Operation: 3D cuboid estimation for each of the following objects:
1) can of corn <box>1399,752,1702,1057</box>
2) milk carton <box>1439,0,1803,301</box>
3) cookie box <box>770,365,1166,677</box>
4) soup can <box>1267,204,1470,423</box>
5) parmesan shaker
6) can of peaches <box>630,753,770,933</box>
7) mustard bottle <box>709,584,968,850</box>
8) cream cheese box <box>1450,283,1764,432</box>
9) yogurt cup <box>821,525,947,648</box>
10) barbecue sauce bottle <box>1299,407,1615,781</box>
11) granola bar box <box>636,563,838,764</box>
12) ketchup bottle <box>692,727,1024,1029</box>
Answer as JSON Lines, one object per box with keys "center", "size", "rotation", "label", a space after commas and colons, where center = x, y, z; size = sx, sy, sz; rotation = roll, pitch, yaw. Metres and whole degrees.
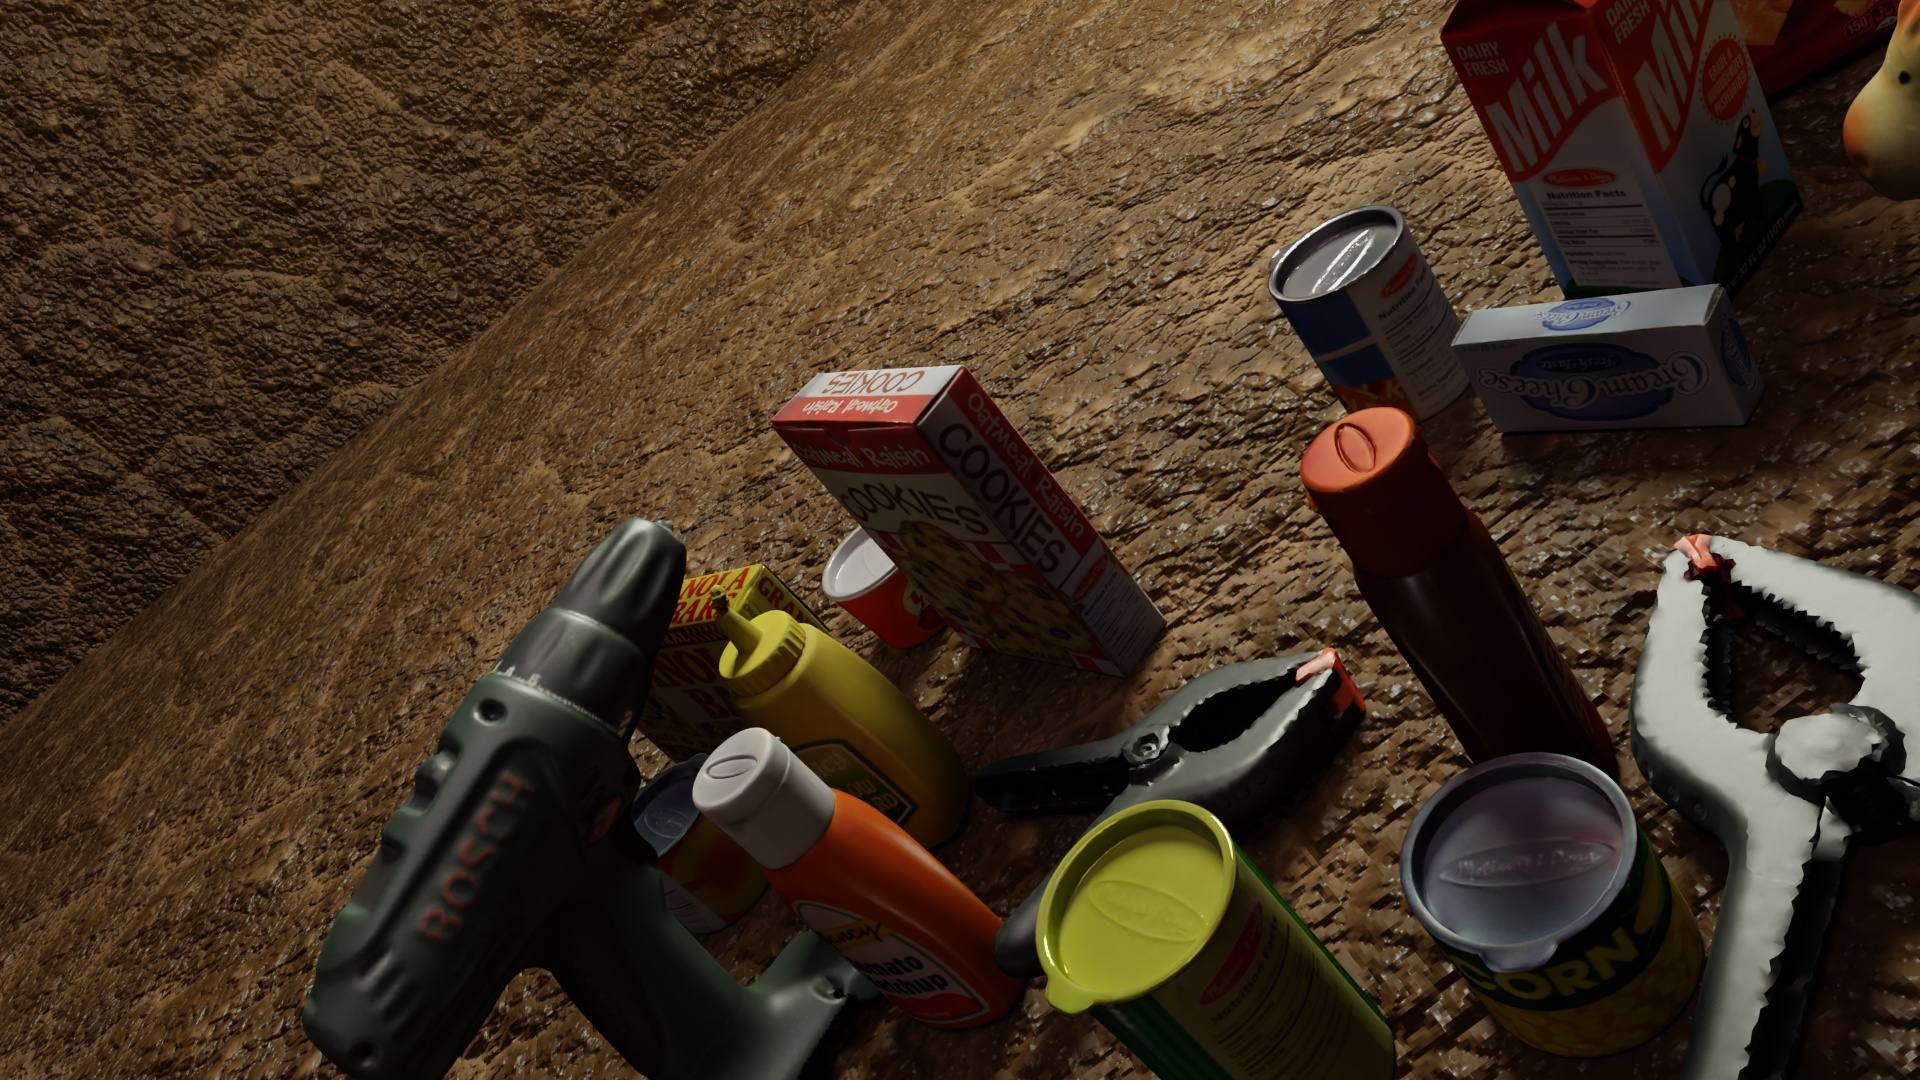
{"center": [0.170, 0.107, 0.399], "size": [0.071, 0.058, 0.071], "rotation": [-30, 30, 19], "label": "can of corn"}
{"center": [0.264, -0.187, 0.566], "size": [0.072, 0.190, 0.073], "rotation": [-48, 29, -13], "label": "milk carton"}
{"center": [0.002, -0.008, 0.651], "size": [0.123, 0.167, 0.040], "rotation": [6, 52, 54], "label": "cookie box"}
{"center": [0.191, -0.103, 0.648], "size": [0.071, 0.083, 0.072], "rotation": [-30, 30, 19], "label": "soup can"}
{"center": [0.077, 0.138, 0.420], "size": [0.071, 0.103, 0.072], "rotation": [-30, 30, 19], "label": "parmesan shaker"}
{"center": [-0.132, 0.153, 0.699], "size": [0.071, 0.058, 0.071], "rotation": [-30, 30, 19], "label": "can of peaches"}
{"center": [-0.061, 0.078, 0.613], "size": [0.065, 0.160, 0.049], "rotation": [-23, 32, 30], "label": "mustard bottle"}
{"center": [0.256, -0.070, 0.554], "size": [0.103, 0.053, 0.024], "rotation": [2, 50, 52], "label": "cream cheese box"}
{"center": [-0.035, 0.023, 0.773], "size": [0.072, 0.054, 0.073], "rotation": [-30, 30, 19], "label": "yogurt cup"}
{"center": [0.157, 0.023, 0.440], "size": [0.043, 0.148, 0.065], "rotation": [-31, 29, 17], "label": "barbecue sauce bottle"}
{"center": [-0.123, 0.074, 0.731], "size": [0.165, 0.124, 0.039], "rotation": [-11, 40, 43], "label": "granola bar box"}
{"center": [-0.039, 0.129, 0.524], "size": [0.064, 0.148, 0.044], "rotation": [-16, 37, 39], "label": "ketchup bottle"}
